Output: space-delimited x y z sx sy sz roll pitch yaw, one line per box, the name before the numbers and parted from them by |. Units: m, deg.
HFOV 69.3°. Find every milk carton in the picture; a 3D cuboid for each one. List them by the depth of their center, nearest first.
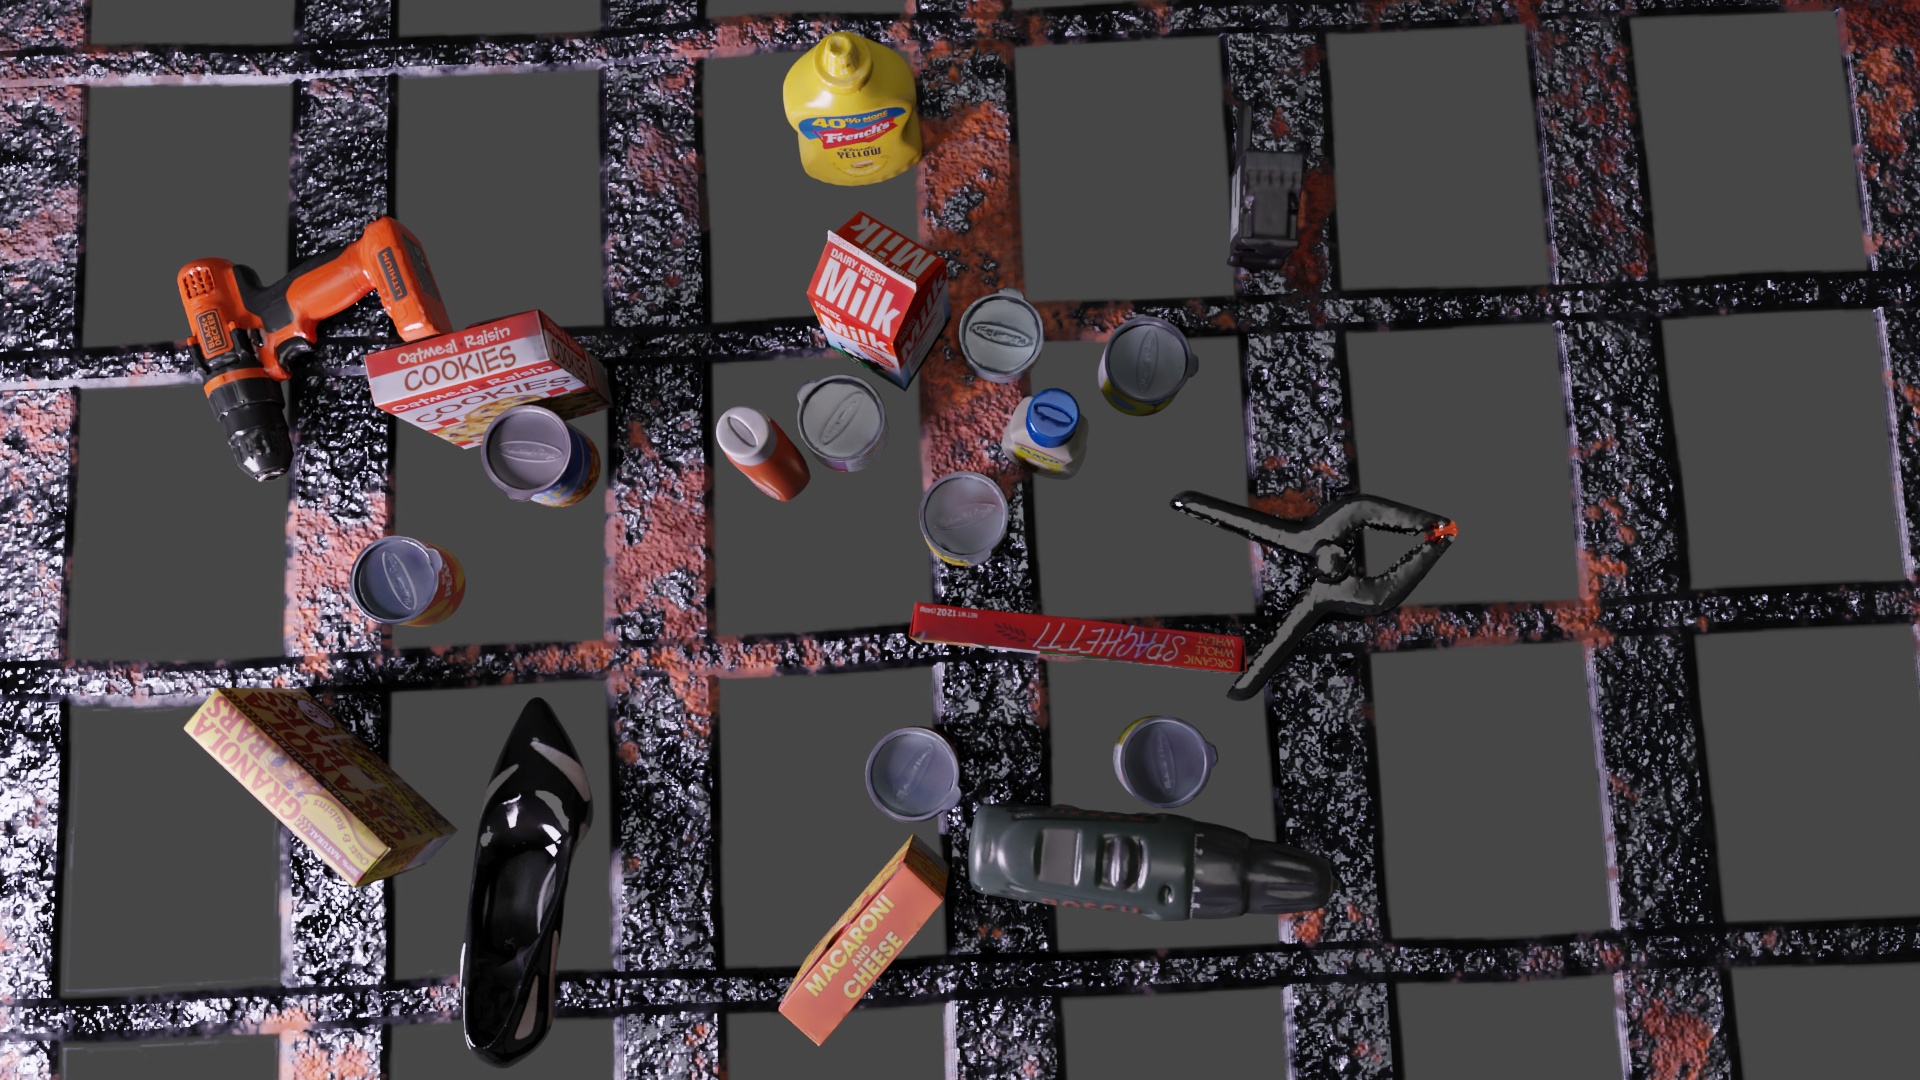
milk carton | -0.057 -0.175 1.005 0.072 0.190 0.073 31 85 4

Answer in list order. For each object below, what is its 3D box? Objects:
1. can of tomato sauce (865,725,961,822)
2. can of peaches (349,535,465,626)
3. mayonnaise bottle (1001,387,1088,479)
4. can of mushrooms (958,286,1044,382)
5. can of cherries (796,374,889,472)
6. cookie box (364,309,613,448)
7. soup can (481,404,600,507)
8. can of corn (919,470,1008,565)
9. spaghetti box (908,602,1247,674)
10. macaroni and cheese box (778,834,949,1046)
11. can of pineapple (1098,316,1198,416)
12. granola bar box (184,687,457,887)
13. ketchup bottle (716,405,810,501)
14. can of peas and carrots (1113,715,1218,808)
can of tomato sauce | -0.031 0.170 1.017 0.071 0.083 0.071 0 84 1
can of peaches | -0.414 0.031 1.050 0.071 0.058 0.071 0 83 1
mayonnaise bottle | 0.064 -0.078 1.014 0.065 0.148 0.041 22 85 3
can of mushrooms | 0.033 -0.159 1.081 0.071 0.033 0.071 0 83 1
can of cherries | -0.090 -0.091 1.061 0.071 0.058 0.071 0 83 1
cookie box | -0.337 -0.115 1.012 0.123 0.167 0.040 -16 84 -1
soup can | -0.315 -0.059 1.047 0.071 0.083 0.071 0 84 1
can of corn | 0.004 -0.013 1.051 0.071 0.058 0.071 0 83 1
spaghetti box | 0.088 0.074 1.044 0.250 0.050 0.028 6 84 1
macaroni and cheese box | -0.063 0.271 0.964 0.040 0.166 0.124 41 86 5
can of pineapple | 0.142 -0.131 1.065 0.071 0.058 0.071 0 83 1
granola bar box | -0.456 0.174 1.000 0.165 0.124 0.039 41 86 5
ketchup bottle | -0.146 -0.067 1.014 0.043 0.148 0.065 -44 85 -4
can of peas and carrots | 0.151 0.162 1.029 0.071 0.058 0.071 0 83 1
